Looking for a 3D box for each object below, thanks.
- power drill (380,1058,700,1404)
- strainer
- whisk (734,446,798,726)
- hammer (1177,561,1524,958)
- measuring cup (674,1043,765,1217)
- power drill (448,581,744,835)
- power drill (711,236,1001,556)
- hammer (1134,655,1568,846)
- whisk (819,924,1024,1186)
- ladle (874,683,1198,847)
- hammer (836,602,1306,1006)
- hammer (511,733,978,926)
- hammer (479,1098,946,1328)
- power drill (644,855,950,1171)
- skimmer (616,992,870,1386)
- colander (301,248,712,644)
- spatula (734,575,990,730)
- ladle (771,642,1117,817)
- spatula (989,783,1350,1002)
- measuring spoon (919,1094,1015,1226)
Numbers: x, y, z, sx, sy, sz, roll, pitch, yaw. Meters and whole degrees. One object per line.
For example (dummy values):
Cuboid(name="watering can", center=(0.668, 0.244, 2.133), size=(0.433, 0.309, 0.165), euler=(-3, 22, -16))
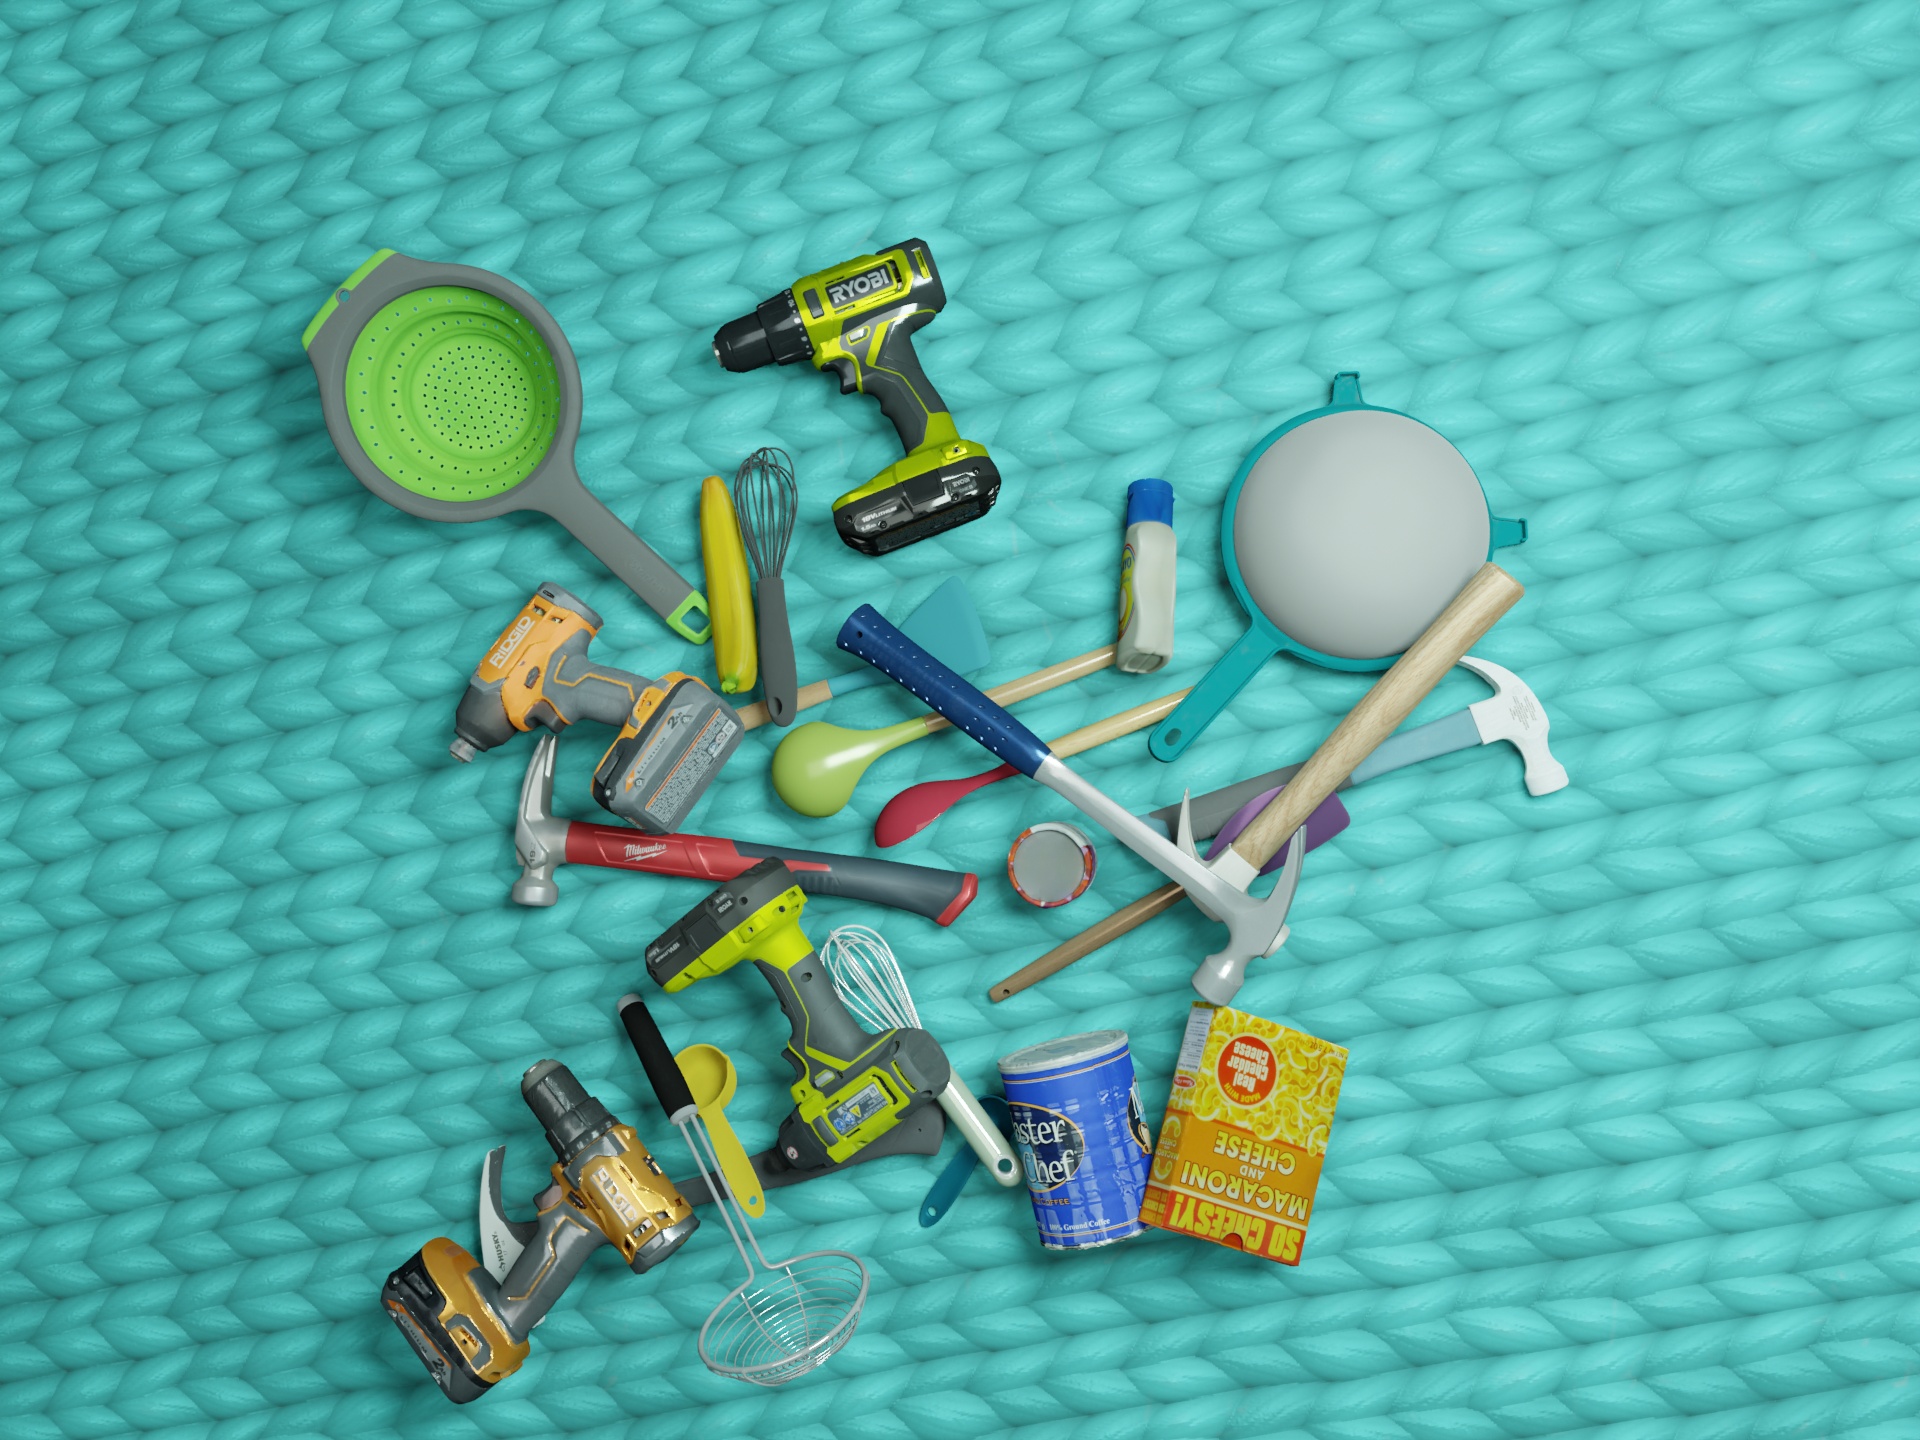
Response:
Cuboid(name="power drill", center=(-0.345, 0.398, 1.259), size=(0.226, 0.084, 0.185), euler=(-40, 80, -1))
Cuboid(name="strainer", center=(0.263, -0.100, 1.184), size=(0.211, 0.095, 0.340), euler=(43, 84, 4))
Cuboid(name="whisk", center=(-0.150, -0.110, 1.282), size=(0.055, 0.055, 0.239), euler=(-9, 76, 8))
Cuboid(name="hammer", center=(0.285, 0.017, 1.172), size=(0.130, 0.031, 0.331), euler=(41, 103, 1))
Cuboid(name="measuring cup", center=(-0.187, 0.329, 1.266), size=(0.062, 0.029, 0.157), euler=(-32, 58, -2))
Cuboid(name="power drill", center=(-0.301, 0.001, 1.265), size=(0.227, 0.084, 0.164), euler=(30, 78, 29))
Cuboid(name="power drill", center=(-0.080, -0.254, 1.275), size=(0.190, 0.080, 0.228), euler=(-21, 83, 1))
Cuboid(name="hammer", center=(0.287, 0.043, 1.232), size=(0.331, 0.033, 0.128), euler=(-19, 86, 8))
Cuboid(name="whisk", center=(-0.030, 0.264, 1.255), size=(0.058, 0.059, 0.246), euler=(-37, 80, -6))
Cuboid(name="ladle", center=(0.073, 0.026, 1.260), size=(0.315, 0.069, 0.031), euler=(-22, 111, 2))
Cuboid(name="hammer", center=(0.074, 0.035, 1.198), size=(0.406, 0.035, 0.144), euler=(37, 107, 16))
Cuboid(name="hammer", center=(-0.176, 0.101, 1.300), size=(0.386, 0.038, 0.143), euler=(6, 87, 9))
Cuboid(name="hammer", center=(-0.204, 0.375, 1.295), size=(0.409, 0.036, 0.149), euler=(-18, 84, 7))
Cuboid(name="power drill", center=(-0.135, 0.234, 1.229), size=(0.171, 0.080, 0.223), euler=(-39, 85, 24))
Cuboid(name="skimmer", center=(-0.187, 0.330, 1.190), size=(0.127, 0.090, 0.364), euler=(-25, 52, -17))
Cuboid(name="colander", center=(-0.351, -0.212, 1.325), size=(0.397, 0.094, 0.204), euler=(43, 94, -10))
Cuboid(name="spatula", center=(-0.132, -0.022, 1.284), size=(0.317, 0.044, 0.082), euler=(-20, 73, 1))
Cuboid(name="ladle", center=(-0.002, -0.004, 1.281), size=(0.320, 0.062, 0.078), euler=(-21, 80, 1))
Cuboid(name="spatula", center=(0.155, 0.138, 1.239), size=(0.316, 0.018, 0.059), euler=(-33, 100, 13))
Cuboid(name="measuring spoon", center=(0.006, 0.353, 1.275), size=(0.042, 0.021, 0.128), euler=(36, 103, 18))
